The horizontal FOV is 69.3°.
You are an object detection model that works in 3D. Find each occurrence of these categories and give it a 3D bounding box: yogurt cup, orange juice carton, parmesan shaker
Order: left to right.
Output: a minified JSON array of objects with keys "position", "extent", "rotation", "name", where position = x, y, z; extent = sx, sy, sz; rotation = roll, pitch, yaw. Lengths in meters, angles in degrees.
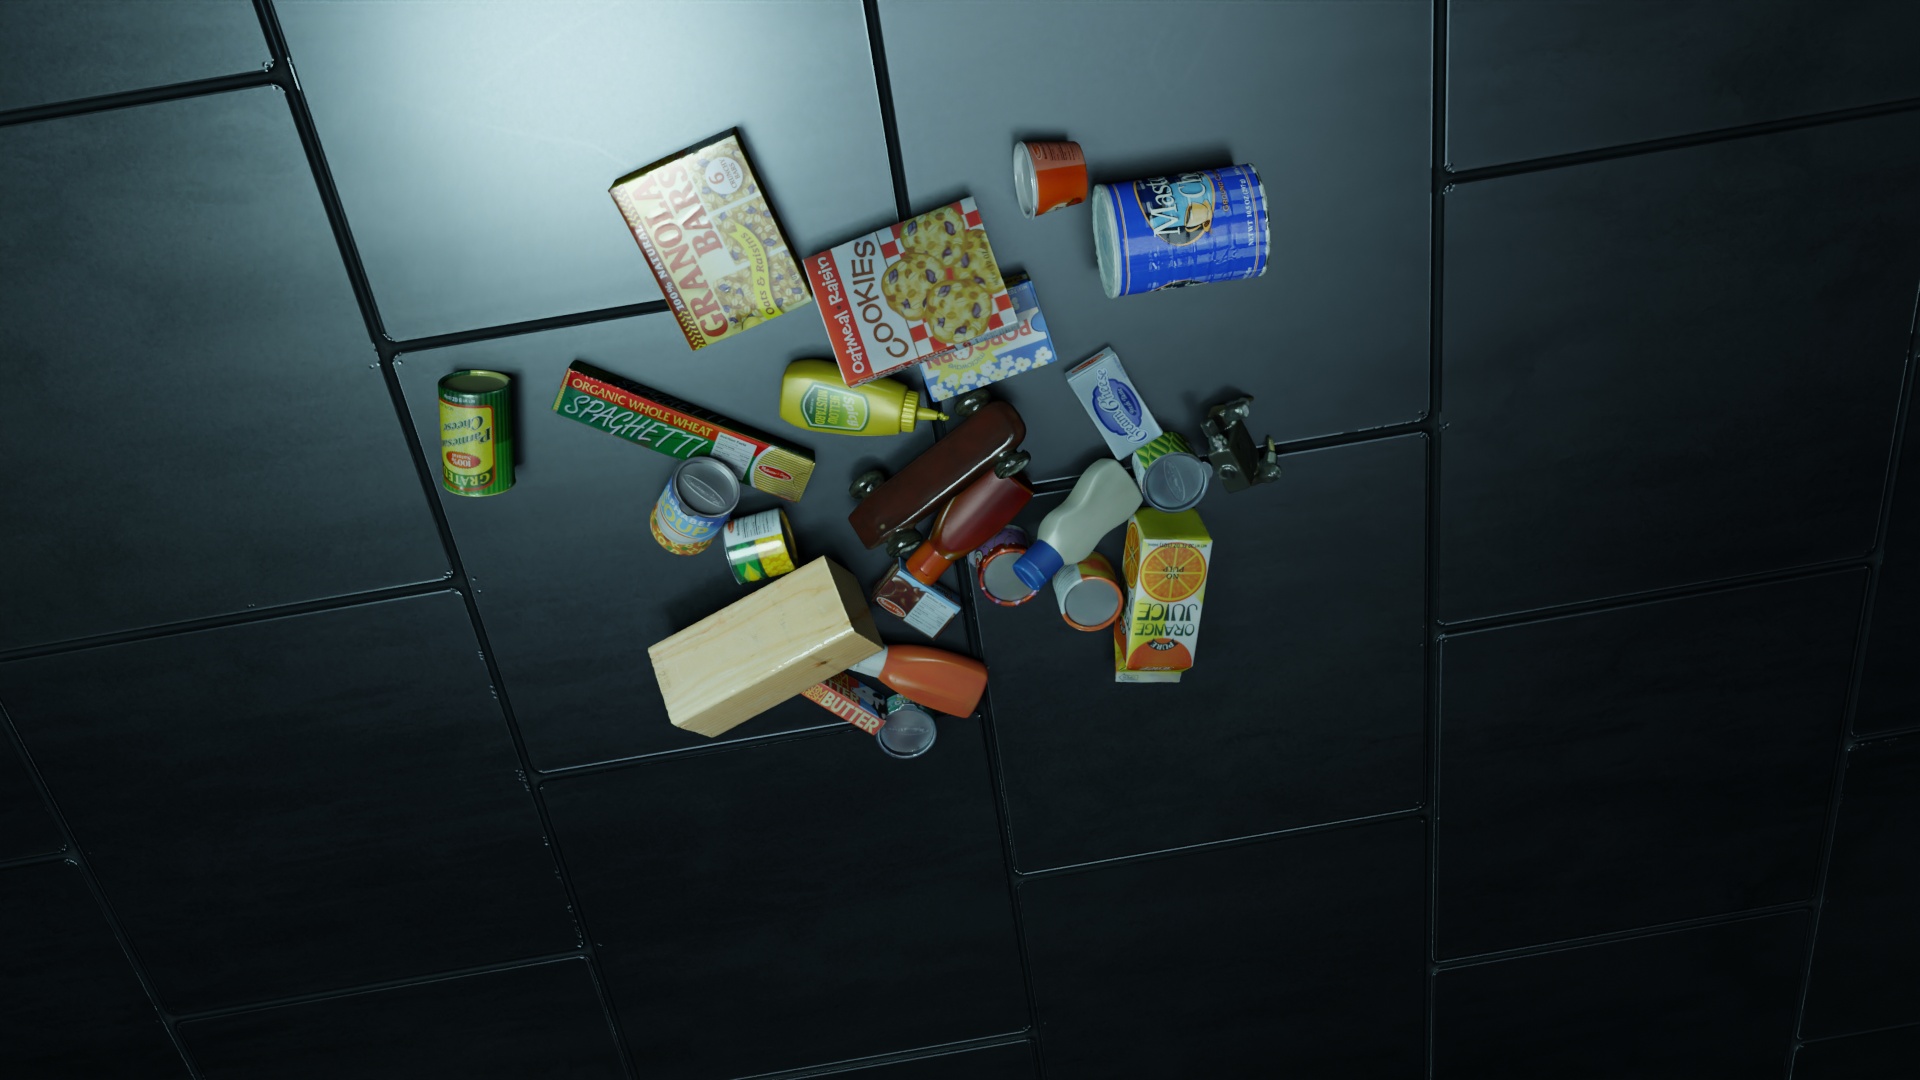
[{"position":[-0.457,-0.102,1.304],"extent":[0.071,0.071,0.102],"rotation":[3,116,-7],"name":"parmesan shaker"},{"position":[0.081,-0.326,1.244],"extent":[0.054,0.072,0.072],"rotation":[-11,117,-8],"name":"yogurt cup"},{"position":[0.206,0.066,1.443],"extent":[0.072,0.073,0.191],"rotation":[1,117,-6],"name":"orange juice carton"}]

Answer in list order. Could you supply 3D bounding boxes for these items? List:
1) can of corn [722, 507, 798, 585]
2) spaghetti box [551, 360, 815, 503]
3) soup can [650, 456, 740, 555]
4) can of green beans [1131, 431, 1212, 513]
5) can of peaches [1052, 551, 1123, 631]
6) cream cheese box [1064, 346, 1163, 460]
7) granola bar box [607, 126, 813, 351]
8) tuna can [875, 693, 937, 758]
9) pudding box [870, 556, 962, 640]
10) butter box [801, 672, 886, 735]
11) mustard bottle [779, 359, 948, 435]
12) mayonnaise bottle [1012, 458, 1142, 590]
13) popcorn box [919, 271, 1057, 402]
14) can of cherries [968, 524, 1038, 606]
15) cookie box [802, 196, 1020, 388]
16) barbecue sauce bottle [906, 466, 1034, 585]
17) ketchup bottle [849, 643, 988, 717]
[{"position":[-0.198,0.007,1.381],"extent":[0.058,0.071,0.071],"rotation":[-15,117,2],"name":"can of corn"},{"position":[-0.264,-0.104,1.340],"extent":[0.250,0.029,0.050],"rotation":[21,113,-15],"name":"spaghetti box"},{"position":[-0.258,-0.031,1.336],"extent":[0.071,0.072,0.083],"rotation":[24,144,-16],"name":"soup can"},{"position":[0.208,-0.069,1.384],"extent":[0.071,0.058,0.071],"rotation":[-2,116,-4],"name":"can of green beans"},{"position":[0.134,0.053,1.438],"extent":[0.071,0.058,0.071],"rotation":[-2,116,-4],"name":"can of peaches"},{"position":[0.152,-0.134,1.366],"extent":[0.053,0.024,0.103],"rotation":[-31,115,10],"name":"cream cheese box"},{"position":[-0.223,-0.270,1.257],"extent":[0.124,0.039,0.165],"rotation":[-22,116,6],"name":"granola bar box"},{"position":[-0.059,0.198,1.506],"extent":[0.071,0.033,0.070],"rotation":[-2,116,-4],"name":"tuna can"},{"position":[-0.045,0.060,1.441],"extent":[0.083,0.030,0.049],"rotation":[33,110,-19],"name":"pudding box"},{"position":[-0.127,0.162,1.470],"extent":[0.103,0.053,0.024],"rotation":[33,108,-19],"name":"butter box"},{"position":[-0.090,-0.131,1.321],"extent":[0.160,0.049,0.065],"rotation":[9,122,2],"name":"mustard bottle"},{"position":[0.113,-0.013,1.377],"extent":[0.148,0.041,0.064],"rotation":[-44,114,-16],"name":"mayonnaise bottle"},{"position":[0.018,-0.193,1.317],"extent":[0.127,0.038,0.085],"rotation":[-19,115,4],"name":"popcorn box"},{"position":[0.046,0.027,1.416],"extent":[0.071,0.058,0.071],"rotation":[-2,116,-5],"name":"can of cherries"},{"position":[-0.045,-0.224,1.267],"extent":[0.167,0.040,0.123],"rotation":[-19,87,5],"name":"cookie box"},{"position":[0.005,-0.018,1.399],"extent":[0.065,0.044,0.148],"rotation":[40,108,-8],"name":"barbecue sauce bottle"},{"position":[-0.049,0.139,1.472],"extent":[0.149,0.044,0.064],"rotation":[19,113,-14],"name":"ketchup bottle"}]
